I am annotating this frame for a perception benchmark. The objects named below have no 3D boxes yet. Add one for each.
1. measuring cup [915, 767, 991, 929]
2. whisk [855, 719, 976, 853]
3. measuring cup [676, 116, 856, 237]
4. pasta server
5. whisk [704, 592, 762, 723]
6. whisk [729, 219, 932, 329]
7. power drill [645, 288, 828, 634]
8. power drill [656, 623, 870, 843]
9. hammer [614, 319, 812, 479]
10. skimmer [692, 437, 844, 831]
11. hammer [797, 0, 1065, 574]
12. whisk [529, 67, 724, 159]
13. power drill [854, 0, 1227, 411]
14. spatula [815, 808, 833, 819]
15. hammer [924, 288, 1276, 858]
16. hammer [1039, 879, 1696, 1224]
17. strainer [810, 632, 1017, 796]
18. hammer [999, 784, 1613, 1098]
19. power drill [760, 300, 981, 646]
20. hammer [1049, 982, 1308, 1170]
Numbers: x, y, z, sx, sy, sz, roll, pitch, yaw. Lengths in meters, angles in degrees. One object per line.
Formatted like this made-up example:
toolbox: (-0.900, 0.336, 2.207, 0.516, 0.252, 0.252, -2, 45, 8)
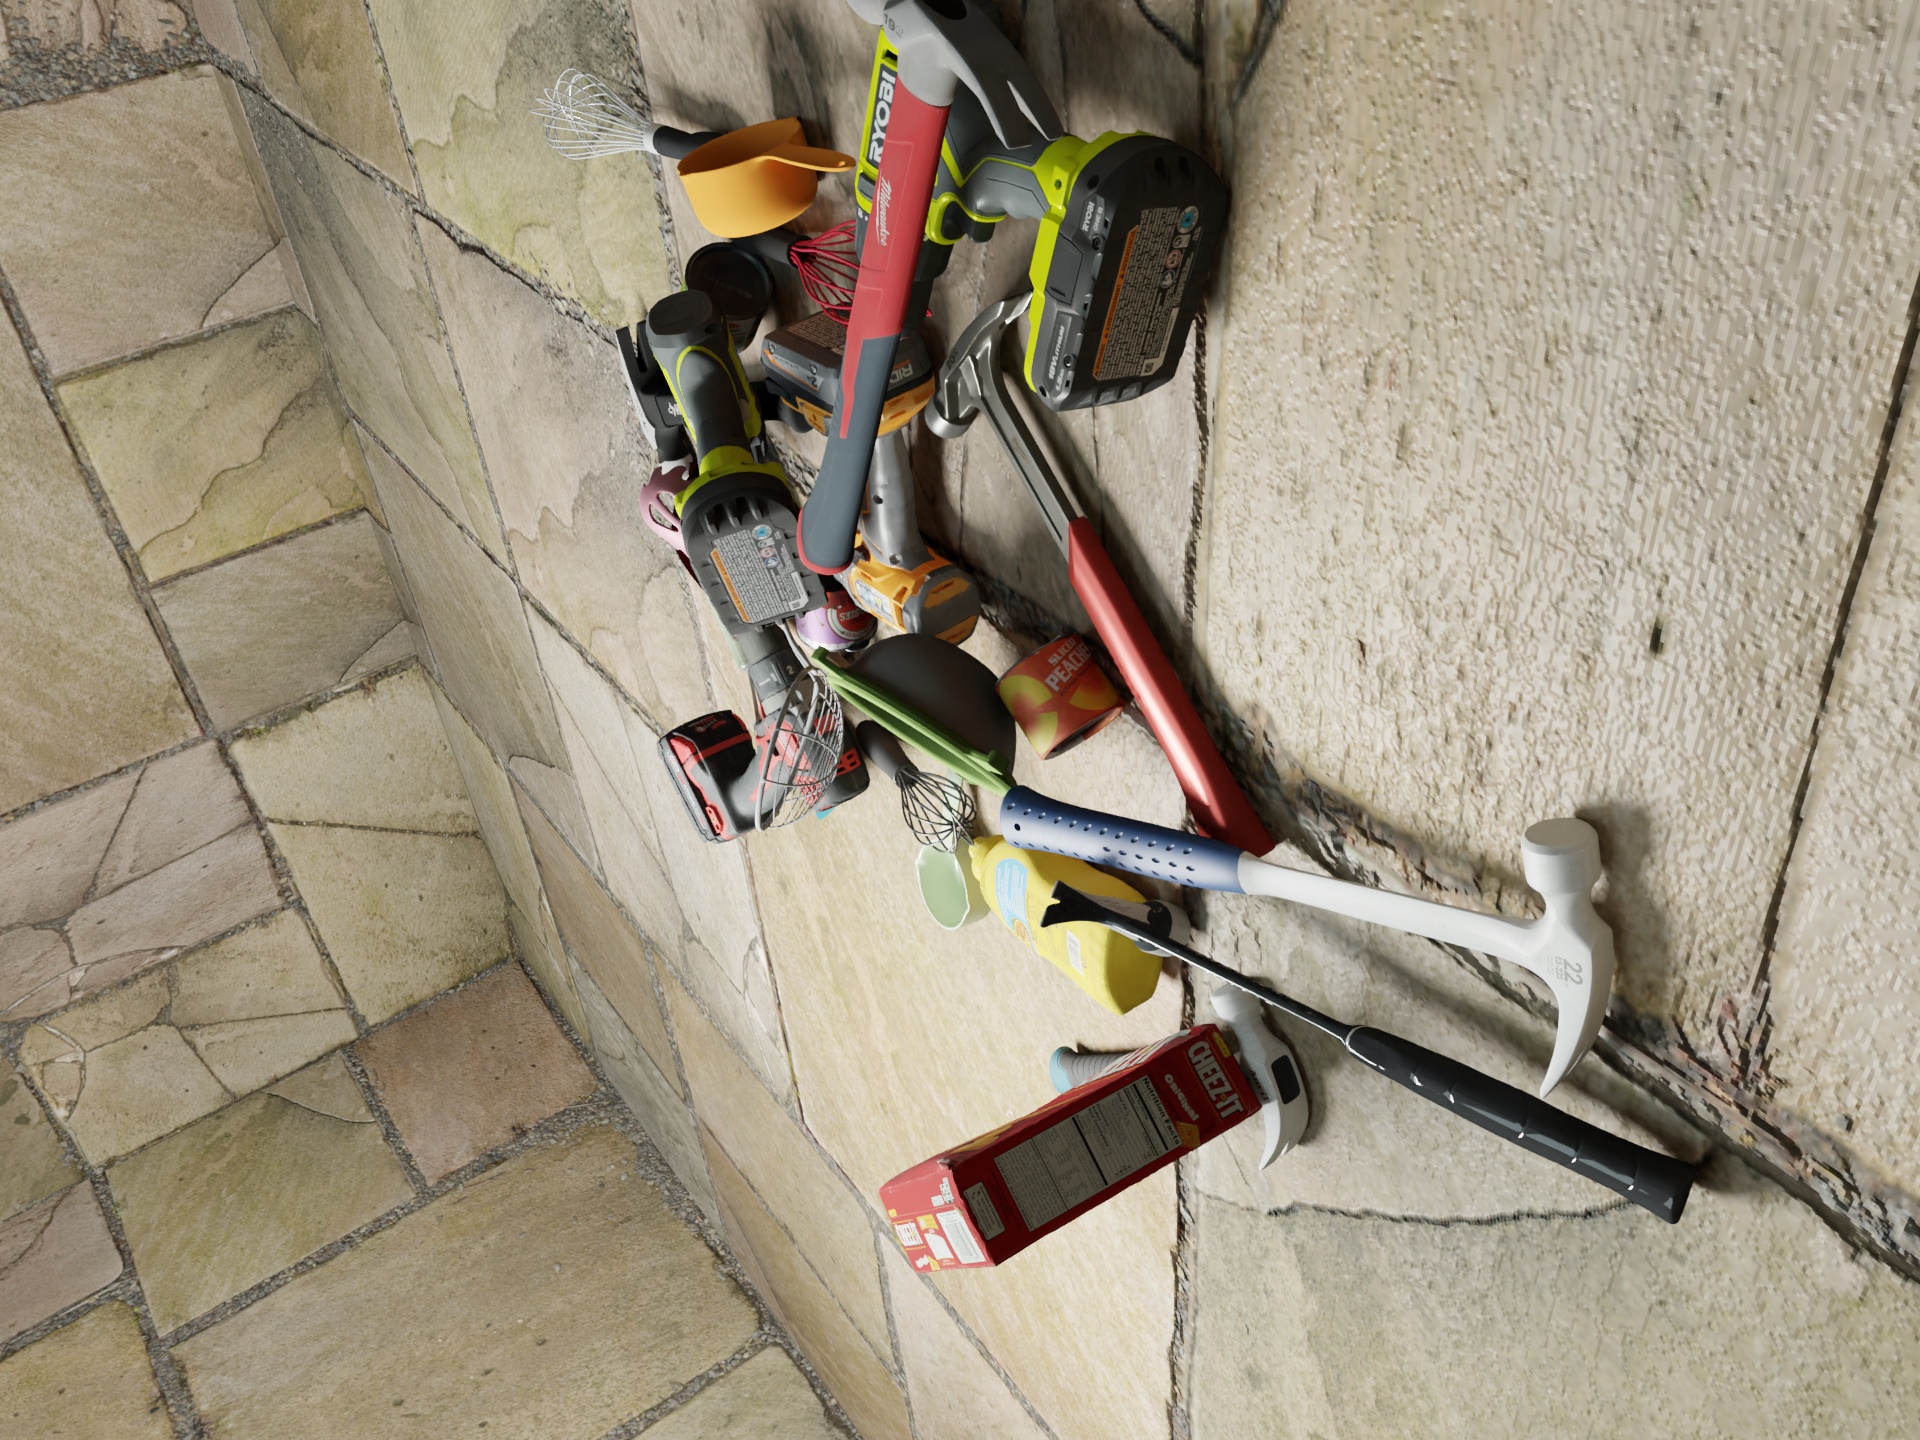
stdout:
measuring cup: (0.004, 0.091, 1.295, 0.083, 0.038, 0.167, 35, 126, 48)
whisk: (-0.041, 0.046, 1.288, 0.239, 0.055, 0.055, -137, 29, -61)
measuring cup: (-0.113, -0.346, 1.031, 0.174, 0.095, 0.052, 28, 147, 45)
pasta server: (-0.147, -0.091, 1.313, 0.316, 0.040, 0.060, 43, 109, -1)
whisk: (-0.197, -0.046, 1.522, 0.246, 0.058, 0.059, 64, 154, 9)
whisk: (-0.099, -0.313, 1.070, 0.296, 0.073, 0.073, 39, 146, 52)
power drill: (-0.161, -0.177, 1.143, 0.171, 0.080, 0.223, 72, 180, -53)
power drill: (-0.183, 0.007, 1.412, 0.226, 0.080, 0.188, -26, 90, 52)
hammer: (-0.203, -0.270, 1.332, 0.335, 0.035, 0.146, 15, 128, 58)
skimmer: (-0.175, -0.089, 1.232, 0.127, 0.090, 0.364, 97, 151, -63)
hammer: (-0.039, -0.203, 0.864, 0.143, 0.038, 0.386, 55, 150, 24)
whisk: (-0.248, -0.452, 1.228, 0.285, 0.070, 0.070, 32, 141, 41)
power drill: (0.021, -0.257, 0.839, 0.229, 0.080, 0.190, 45, 136, 35)
spatula: (-0.175, -0.063, 1.466, 0.317, 0.044, 0.082, 60, 148, 9)
hammer: (0.092, -0.076, 0.955, 0.359, 0.036, 0.149, 61, 155, 5)
hammer: (0.213, 0.173, 0.896, 0.409, 0.149, 0.036, 22, 92, 47)
strainer: (-0.002, -0.004, 1.130, 0.151, 0.069, 0.256, 31, 175, 15)
hammer: (0.170, 0.093, 0.894, 0.406, 0.035, 0.144, 11, 121, 49)
power drill: (-0.071, -0.174, 1.128, 0.186, 0.084, 0.226, 36, 148, 48)
hammer: (0.147, 0.260, 1.175, 0.128, 0.033, 0.331, 64, 155, 1)
